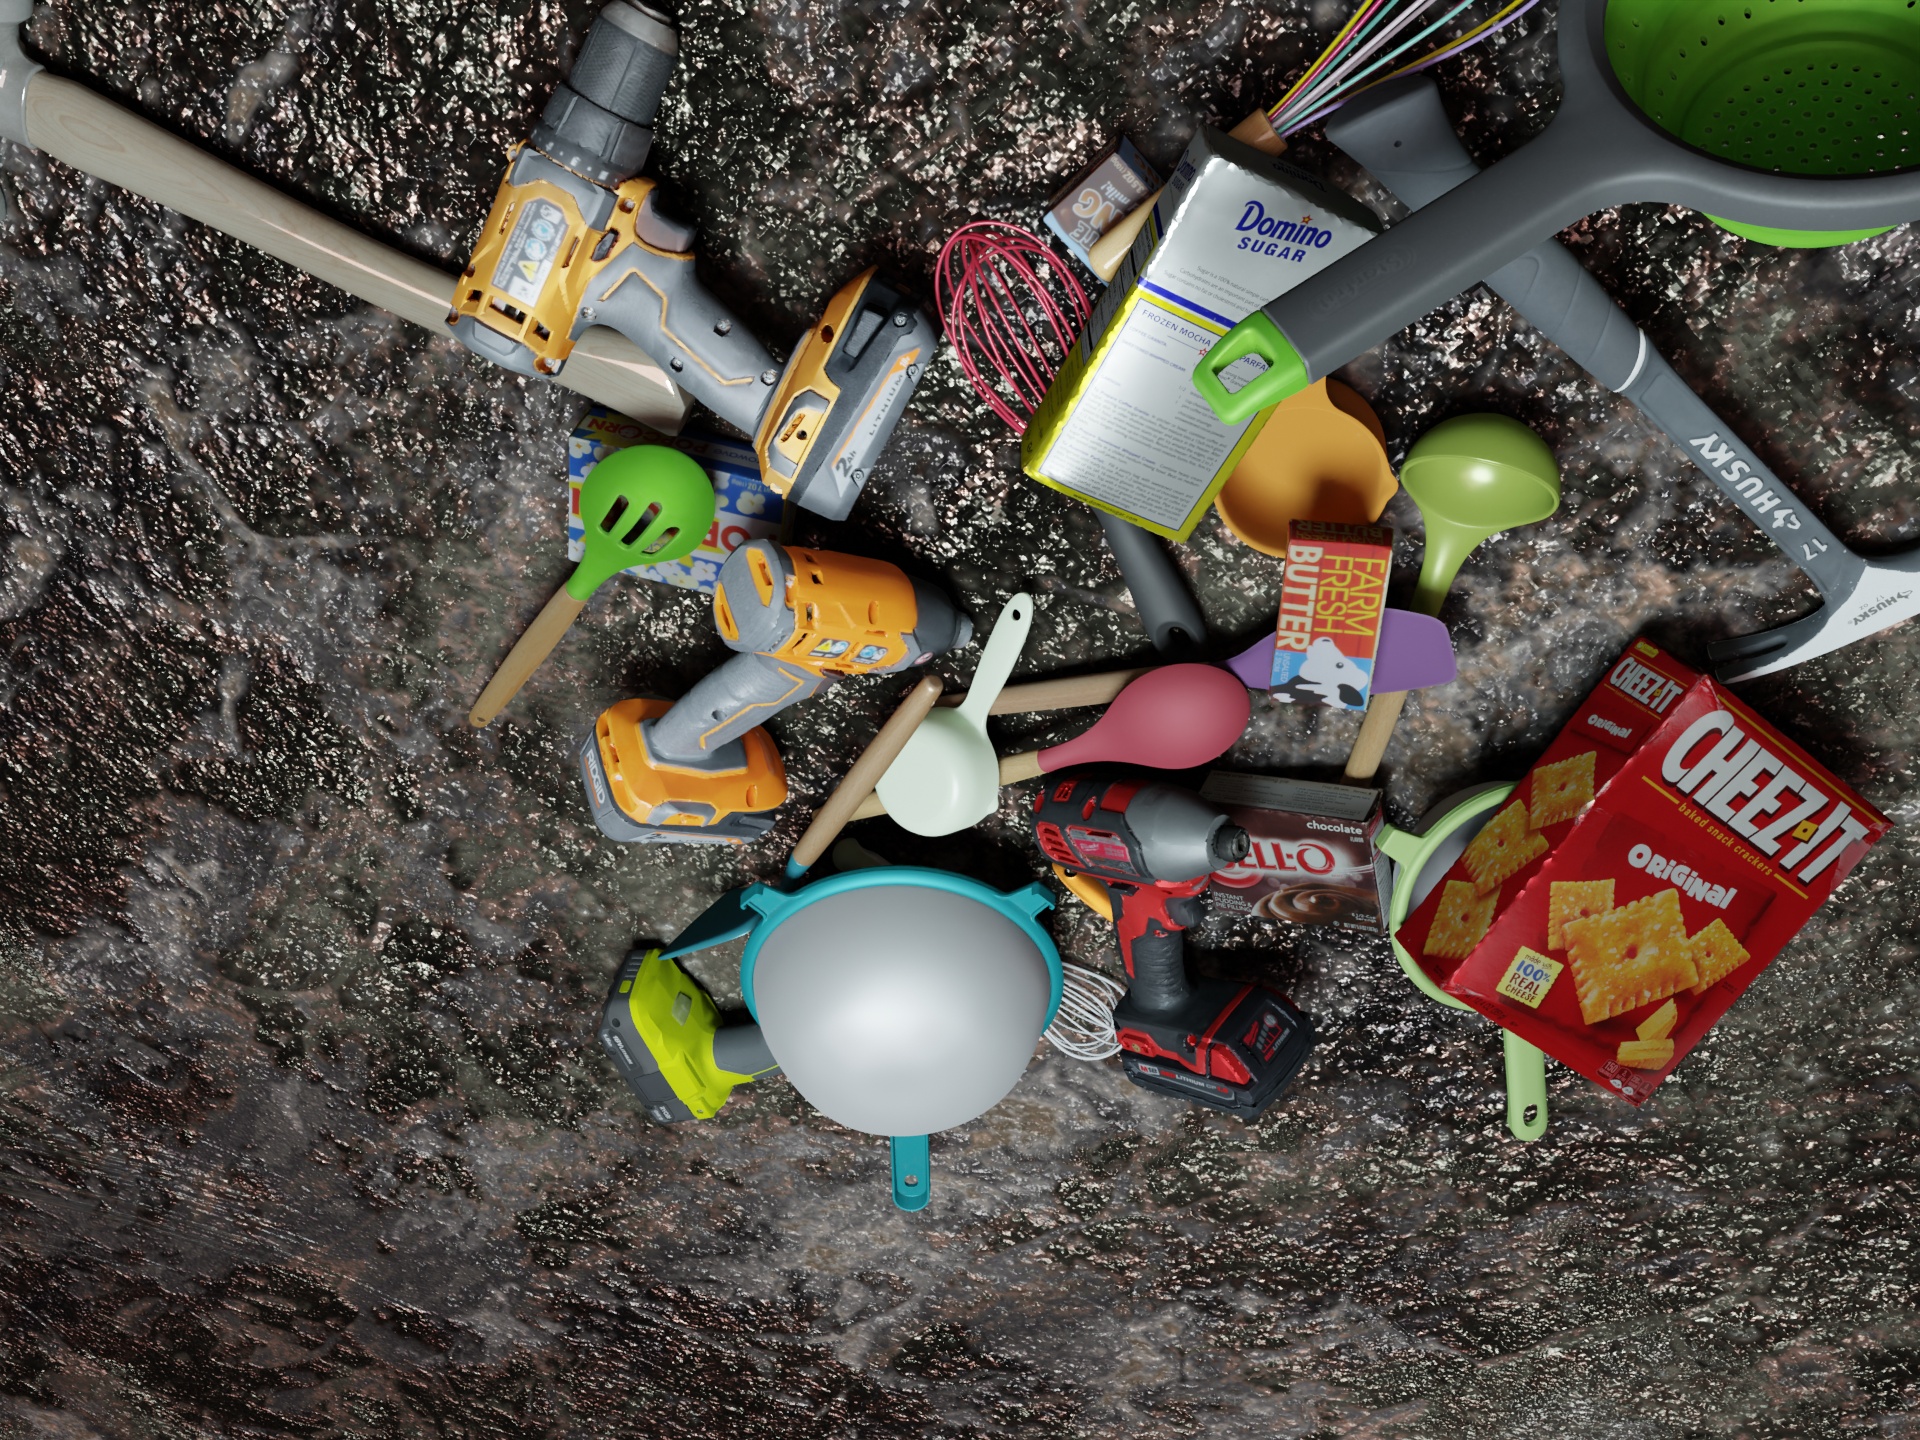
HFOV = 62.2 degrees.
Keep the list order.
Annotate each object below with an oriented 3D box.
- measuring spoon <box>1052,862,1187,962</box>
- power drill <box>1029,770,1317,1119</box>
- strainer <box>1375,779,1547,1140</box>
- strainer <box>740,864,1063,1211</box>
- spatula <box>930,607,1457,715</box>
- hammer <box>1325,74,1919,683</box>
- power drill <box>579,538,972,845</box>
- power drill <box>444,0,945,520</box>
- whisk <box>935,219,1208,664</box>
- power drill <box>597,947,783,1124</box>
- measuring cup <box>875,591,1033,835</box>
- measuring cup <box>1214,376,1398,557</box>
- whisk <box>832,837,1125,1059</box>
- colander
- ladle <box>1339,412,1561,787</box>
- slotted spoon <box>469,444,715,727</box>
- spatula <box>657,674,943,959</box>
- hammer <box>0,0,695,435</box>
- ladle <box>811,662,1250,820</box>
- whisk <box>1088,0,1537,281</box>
[{"bbox_3d":[0.106,0.125,1.056,0.117,0.011,0.021,39,118,-13],"label":"measuring spoon"},{"bbox_3d":[0.136,0.132,0.977,0.143,0.078,0.219,5,126,45],"label":"power drill"},{"bbox_3d":[0.325,0.138,0.961,0.151,0.069,0.256,-16,116,-4],"label":"strainer"},{"bbox_3d":[-0.038,0.247,1.047,0.211,0.095,0.340,0,128,1],"label":"strainer"},{"bbox_3d":[0.118,-0.025,0.906,0.316,0.018,0.059,-7,127,28],"label":"spatula"},{"bbox_3d":[0.321,-0.155,0.748,0.408,0.036,0.149,34,129,-22],"label":"hammer"},{"bbox_3d":[-0.105,-0.014,0.930,0.164,0.084,0.226,6,142,-43],"label":"power drill"},{"bbox_3d":[-0.120,-0.224,0.787,0.226,0.084,0.185,28,109,-7],"label":"power drill"},{"bbox_3d":[0.069,-0.135,0.838,0.073,0.073,0.295,-16,128,23],"label":"whisk"},{"bbox_3d":[-0.133,0.207,1.130,0.223,0.080,0.171,-13,124,16],"label":"power drill"},{"bbox_3d":[-0.001,-0.003,0.931,0.083,0.038,0.167,39,123,23],"label":"measuring cup"},{"bbox_3d":[0.171,-0.167,0.792,0.095,0.052,0.173,3,125,10],"label":"measuring cup"},{"bbox_3d":[0.016,0.153,1.078,0.246,0.058,0.059,36,92,-11],"label":"whisk"},{"bbox_3d":[0.275,-0.215,0.635,0.397,0.205,0.094,-31,151,4],"label":"colander"},{"bbox_3d":[0.245,-0.029,0.878,0.078,0.062,0.320,17,131,8],"label":"ladle"},{"bbox_3d":[-0.233,-0.064,0.936,0.070,0.031,0.313,29,142,-21],"label":"slotted spoon"},{"bbox_3d":[-0.096,0.064,0.983,0.044,0.082,0.317,42,132,3],"label":"spatula"},{"bbox_3d":[-0.340,-0.245,0.855,0.410,0.038,0.146,24,129,-7],"label":"hammer"},{"bbox_3d":[0.029,0.028,0.961,0.315,0.031,0.069,-16,121,35],"label":"ladle"},{"bbox_3d":[0.153,-0.278,0.697,0.245,0.051,0.047,-34,142,26],"label":"whisk"}]
